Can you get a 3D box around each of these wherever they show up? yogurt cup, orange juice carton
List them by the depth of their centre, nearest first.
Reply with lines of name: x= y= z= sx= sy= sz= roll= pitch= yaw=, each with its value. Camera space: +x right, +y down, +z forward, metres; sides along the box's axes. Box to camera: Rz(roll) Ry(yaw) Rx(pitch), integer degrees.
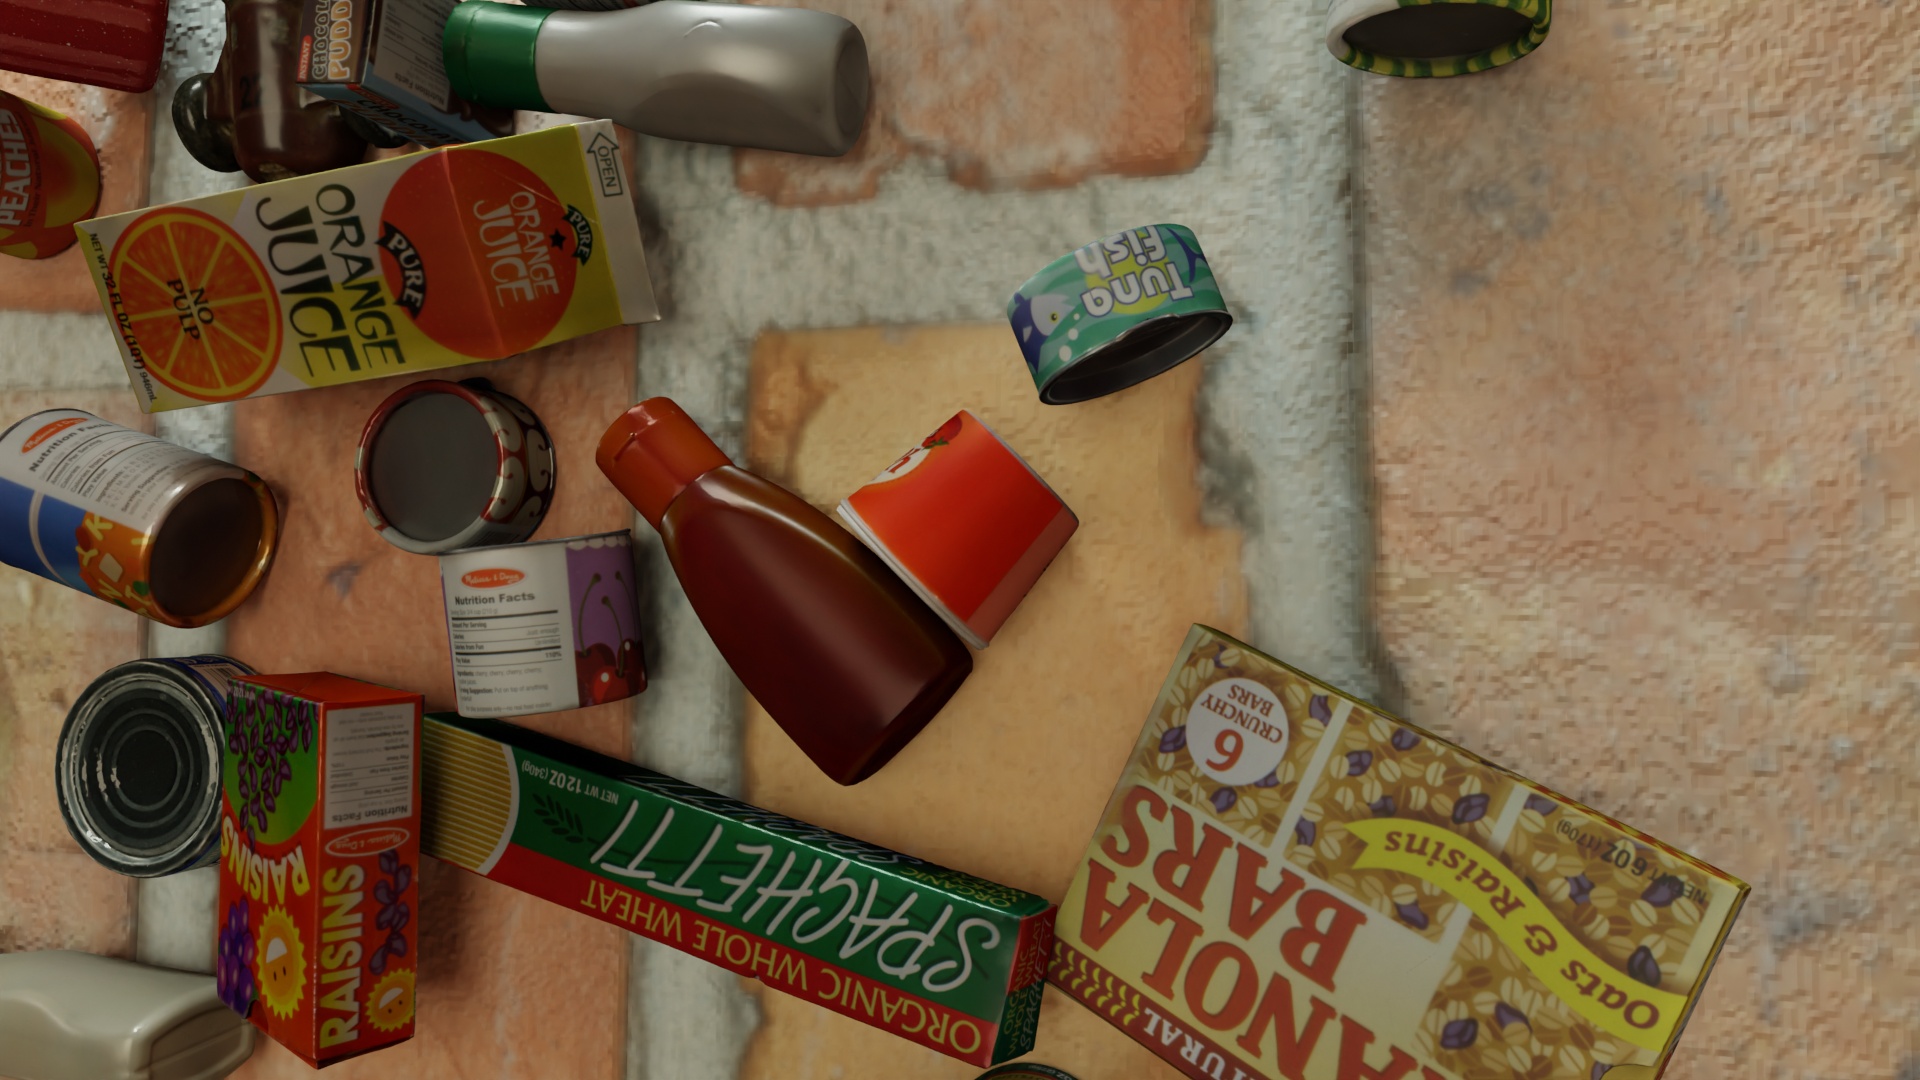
yogurt cup: x=0.002 y=-0.006 z=0.456 sx=0.054 sy=0.072 sz=0.072 roll=-45 pitch=77 yaw=0
orange juice carton: x=-0.202 y=-0.099 z=0.499 sx=0.192 sy=0.073 sz=0.071 roll=-6 pitch=108 yaw=15

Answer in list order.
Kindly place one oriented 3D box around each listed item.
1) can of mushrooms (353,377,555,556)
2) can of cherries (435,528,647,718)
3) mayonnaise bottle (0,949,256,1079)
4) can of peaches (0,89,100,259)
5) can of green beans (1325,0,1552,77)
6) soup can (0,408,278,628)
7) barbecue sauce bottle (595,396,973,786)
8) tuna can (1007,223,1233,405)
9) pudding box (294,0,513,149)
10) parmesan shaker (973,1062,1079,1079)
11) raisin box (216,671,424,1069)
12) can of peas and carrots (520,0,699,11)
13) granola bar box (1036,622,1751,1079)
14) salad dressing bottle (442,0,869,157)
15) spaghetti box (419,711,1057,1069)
can of mushrooms: x=-0.191 y=-0.029 z=0.522 sx=0.071 sy=0.033 sz=0.071 roll=-1 pitch=87 yaw=15
can of cherries: x=-0.145 y=0.028 z=0.490 sx=0.071 sy=0.071 sz=0.058 roll=-7 pitch=92 yaw=14
mayonnaise bottle: x=-0.351 y=0.184 z=0.539 sx=0.148 sy=0.065 sz=0.041 roll=2 pitch=92 yaw=19
can of peaches: x=-0.402 y=-0.154 z=0.572 sx=0.071 sy=0.058 sz=0.071 roll=-1 pitch=86 yaw=14
can of green beans: x=0.147 y=-0.181 z=0.426 sx=0.071 sy=0.071 sz=0.058 roll=3 pitch=89 yaw=15
soup can: x=-0.322 y=-0.007 z=0.540 sx=0.084 sy=0.071 sz=0.071 roll=18 pitch=92 yaw=14
barbecue sauce bottle: x=-0.067 y=0.012 z=0.482 sx=0.149 sy=0.044 sz=0.064 roll=45 pitch=102 yaw=13
tuna can: x=0.050 y=-0.072 z=0.442 sx=0.071 sy=0.071 sz=0.033 roll=-23 pitch=81 yaw=13
pudding box: x=-0.199 y=-0.175 z=0.507 sx=0.030 sy=0.084 sz=0.049 roll=5 pitch=89 yaw=18
parmesan shaker: x=0.009 y=0.205 z=0.420 sx=0.071 sy=0.103 sz=0.071 roll=-1 pitch=87 yaw=14
raisin box: x=-0.232 y=0.113 z=0.501 sx=0.086 sy=0.040 sz=0.123 roll=3 pitch=92 yaw=42
can of peas and carrots: x=-0.129 y=-0.227 z=0.501 sx=0.059 sy=0.071 sz=0.071 roll=8 pitch=89 yaw=16
granola bar box: x=0.117 y=0.114 z=0.405 sx=0.166 sy=0.039 sz=0.124 roll=26 pitch=94 yaw=33
salad dressing bottle: x=-0.108 y=-0.166 z=0.490 sx=0.148 sy=0.064 sz=0.044 roll=9 pitch=86 yaw=12
spaghetti box: x=-0.089 y=0.111 z=0.471 sx=0.250 sy=0.029 sz=0.050 roll=12 pitch=91 yaw=24
